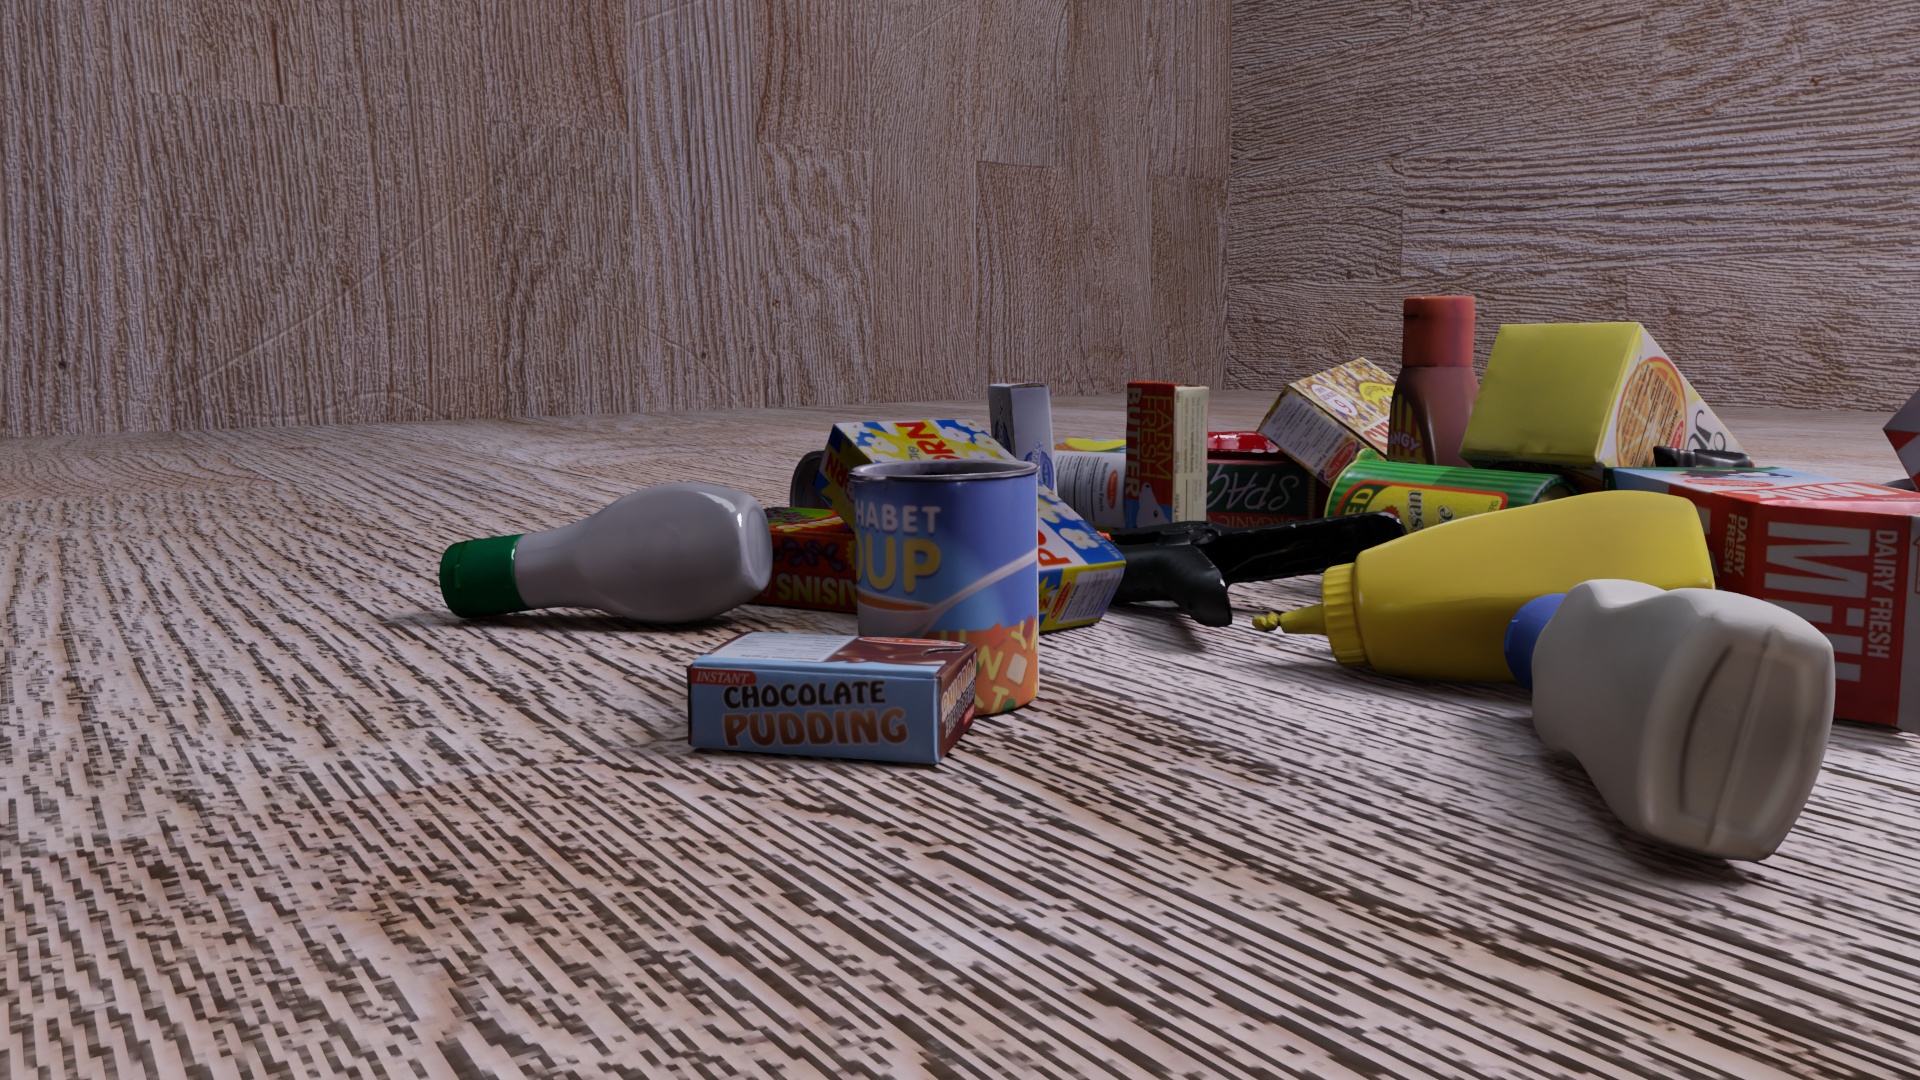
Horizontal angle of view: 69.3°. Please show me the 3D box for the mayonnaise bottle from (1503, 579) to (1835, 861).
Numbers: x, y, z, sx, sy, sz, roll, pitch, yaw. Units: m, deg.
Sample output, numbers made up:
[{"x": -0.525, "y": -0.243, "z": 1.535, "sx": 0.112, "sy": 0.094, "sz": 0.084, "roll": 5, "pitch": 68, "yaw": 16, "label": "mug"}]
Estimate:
[{"x": 0.191, "y": 0.041, "z": 0.395, "sx": 0.041, "sy": 0.064, "sz": 0.148, "roll": 14, "pitch": 6, "yaw": 7, "label": "mayonnaise bottle"}]

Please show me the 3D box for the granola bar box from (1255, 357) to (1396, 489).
[{"x": 0.275, "y": -0.060, "z": 0.891, "sx": 0.124, "sy": 0.039, "sz": 0.166, "roll": 41, "pitch": 30, "yaw": 17, "label": "granola bar box"}]

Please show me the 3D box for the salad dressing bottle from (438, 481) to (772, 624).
[{"x": -0.163, "y": 0.010, "z": 0.636, "sx": 0.147, "sy": 0.064, "sz": 0.044, "roll": -7, "pitch": -4, "yaw": 9, "label": "salad dressing bottle"}]

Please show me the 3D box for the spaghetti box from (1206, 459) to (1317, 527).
[{"x": 0.108, "y": -0.030, "z": 0.914, "sx": 0.250, "sy": 0.050, "sz": 0.029, "roll": 3, "pitch": 9, "yaw": 19, "label": "spaghetti box"}]

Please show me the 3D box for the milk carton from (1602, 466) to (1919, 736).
[{"x": 0.309, "y": 0.014, "z": 0.521, "sx": 0.073, "sy": 0.072, "sz": 0.191, "roll": 0, "pitch": 8, "yaw": 6, "label": "milk carton"}]

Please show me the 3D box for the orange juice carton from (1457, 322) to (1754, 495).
[{"x": 0.339, "y": -0.033, "z": 0.705, "sx": 0.192, "sy": 0.073, "sz": 0.072, "roll": 29, "pitch": -12, "yaw": -37, "label": "orange juice carton"}]

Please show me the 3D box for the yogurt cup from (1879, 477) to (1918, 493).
[{"x": 0.409, "y": 0.008, "z": 0.597, "sx": 0.072, "sy": 0.072, "sz": 0.054, "roll": 4, "pitch": 1, "yaw": 27, "label": "yogurt cup"}]

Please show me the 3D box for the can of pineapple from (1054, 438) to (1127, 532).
[{"x": 0.091, "y": -0.030, "z": 0.865, "sx": 0.058, "sy": 0.071, "sz": 0.071, "roll": 4, "pitch": 9, "yaw": 30, "label": "can of pineapple"}]

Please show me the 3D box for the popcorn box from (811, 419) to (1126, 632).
[{"x": 0.002, "y": -0.008, "z": 0.630, "sx": 0.085, "sy": 0.038, "sz": 0.127, "roll": -6, "pitch": 38, "yaw": -39, "label": "popcorn box"}]

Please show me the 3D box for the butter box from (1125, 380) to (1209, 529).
[{"x": 0.117, "y": -0.039, "z": 0.792, "sx": 0.024, "sy": 0.103, "sz": 0.053, "roll": -3, "pitch": 7, "yaw": -25, "label": "butter box"}]

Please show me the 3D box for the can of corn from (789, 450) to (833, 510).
[{"x": -0.056, "y": -0.022, "z": 0.805, "sx": 0.058, "sy": 0.071, "sz": 0.071, "roll": -6, "pitch": 10, "yaw": -39, "label": "can of corn"}]

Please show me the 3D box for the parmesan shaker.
[{"x": 0.236, "y": -0.006, "z": 0.667, "sx": 0.071, "sy": 0.071, "sz": 0.103, "roll": -7, "pitch": 10, "yaw": -40, "label": "parmesan shaker"}]

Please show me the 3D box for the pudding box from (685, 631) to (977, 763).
[{"x": -0.040, "y": 0.049, "z": 0.448, "sx": 0.084, "sy": 0.030, "sz": 0.050, "roll": 1, "pitch": 7, "yaw": 12, "label": "pudding box"}]

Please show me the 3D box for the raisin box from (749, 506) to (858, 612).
[{"x": -0.065, "y": 0.008, "z": 0.705, "sx": 0.123, "sy": 0.040, "sz": 0.086, "roll": 4, "pitch": 9, "yaw": 26, "label": "raisin box"}]

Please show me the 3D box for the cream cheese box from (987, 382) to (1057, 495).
[{"x": 0.036, "y": -0.038, "z": 0.788, "sx": 0.024, "sy": 0.103, "sz": 0.053, "roll": -6, "pitch": 8, "yaw": -11, "label": "cream cheese box"}]

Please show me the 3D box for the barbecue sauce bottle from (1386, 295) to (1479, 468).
[{"x": 0.258, "y": -0.058, "z": 0.757, "sx": 0.044, "sy": 0.148, "sz": 0.065, "roll": -1, "pitch": 8, "yaw": -11, "label": "barbecue sauce bottle"}]

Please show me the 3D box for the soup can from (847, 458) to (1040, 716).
[{"x": -0.007, "y": 0.015, "z": 0.496, "sx": 0.071, "sy": 0.083, "sz": 0.071, "roll": -1, "pitch": 8, "yaw": 0, "label": "soup can"}]

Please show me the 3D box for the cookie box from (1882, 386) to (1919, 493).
[{"x": 0.472, "y": -0.010, "z": 0.535, "sx": 0.167, "sy": 0.123, "sz": 0.040, "roll": -1, "pitch": -36, "yaw": -3, "label": "cookie box"}]

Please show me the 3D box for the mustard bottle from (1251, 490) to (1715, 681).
[{"x": 0.189, "y": 0.022, "z": 0.516, "sx": 0.160, "sy": 0.048, "sz": 0.066, "roll": -9, "pitch": 36, "yaw": 25, "label": "mustard bottle"}]
